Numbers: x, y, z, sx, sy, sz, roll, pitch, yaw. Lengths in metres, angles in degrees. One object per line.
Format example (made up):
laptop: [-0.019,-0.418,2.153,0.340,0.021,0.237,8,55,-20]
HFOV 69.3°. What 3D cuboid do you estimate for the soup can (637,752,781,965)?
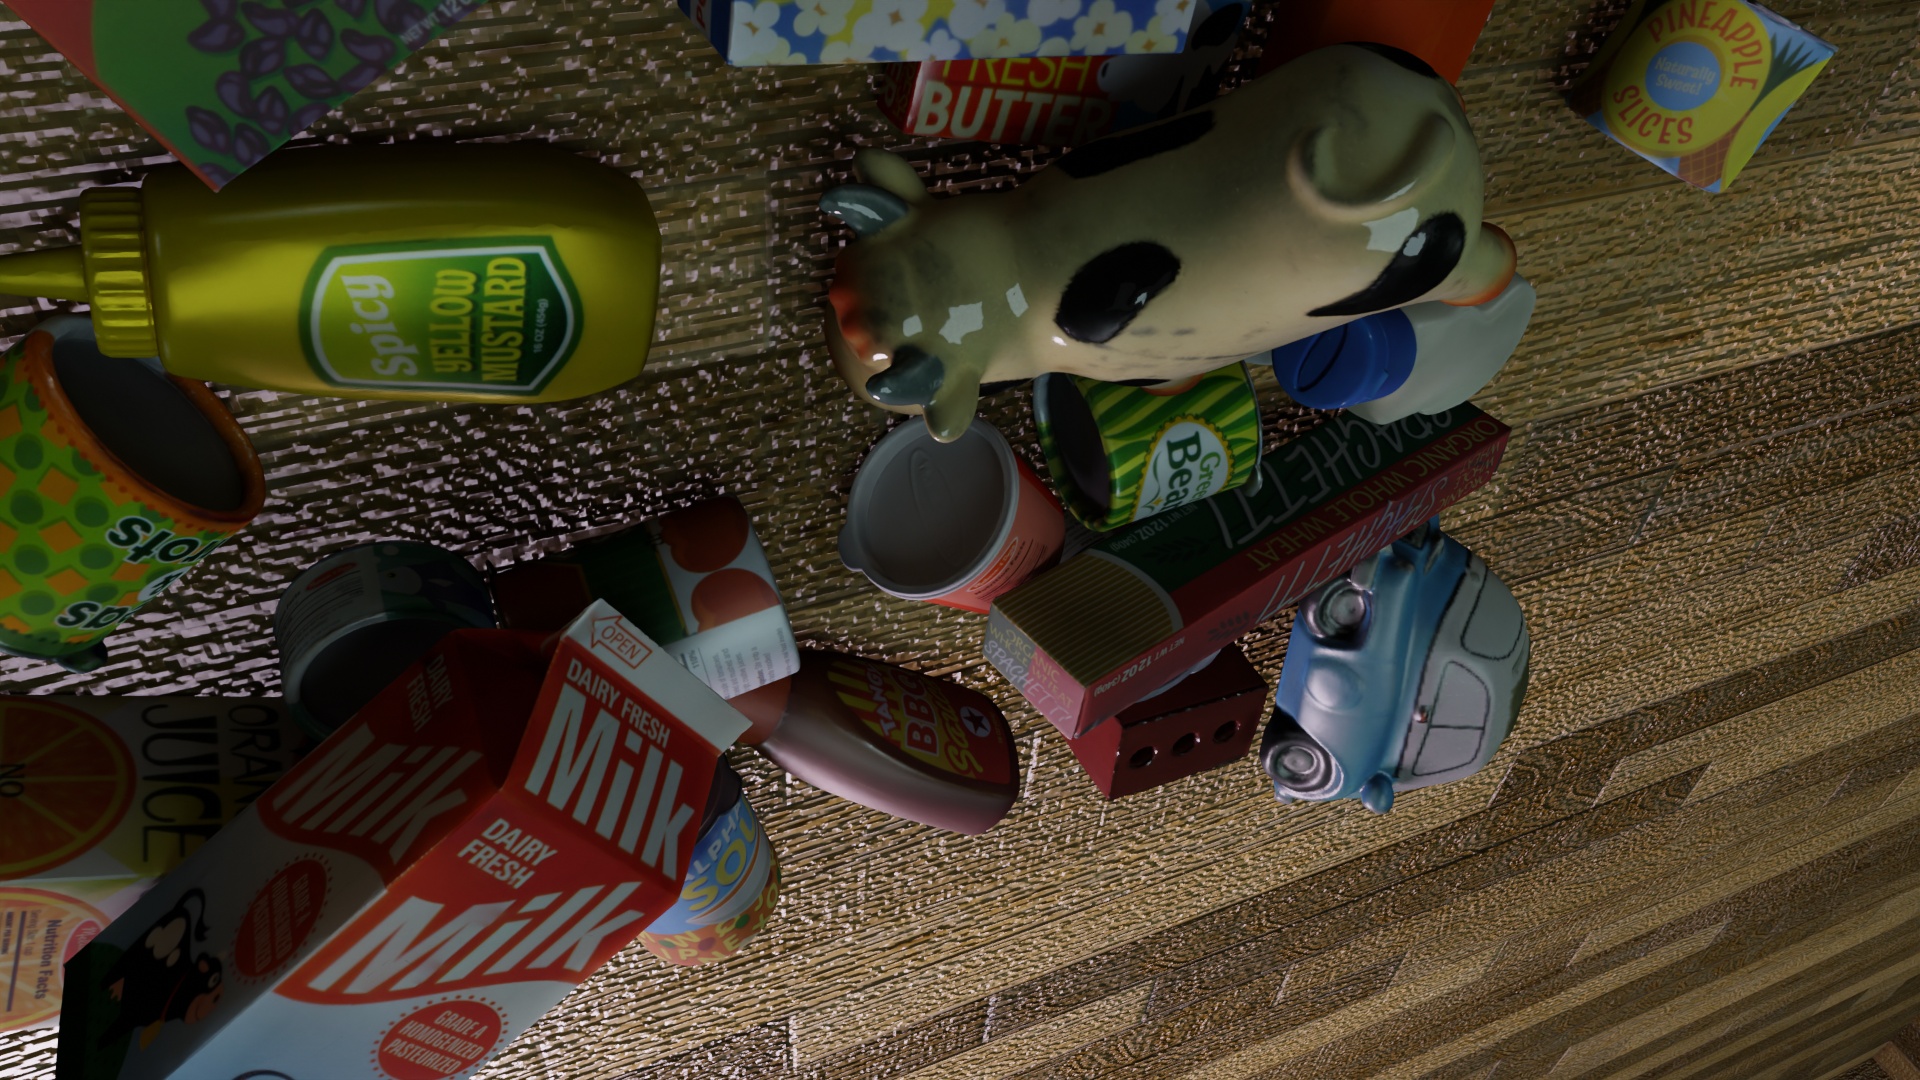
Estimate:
soup can: [-0.109,0.119,0.544,0.071,0.071,0.083,-24,140,-9]

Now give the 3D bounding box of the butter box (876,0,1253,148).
butter box: [0.030,-0.143,0.404,0.104,0.024,0.052,-5,132,-28]

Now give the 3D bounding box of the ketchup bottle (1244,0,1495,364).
ketchup bottle: [0.120,-0.128,0.459,0.065,0.044,0.148,-4,132,-24]

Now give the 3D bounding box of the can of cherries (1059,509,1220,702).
can of cherries: [0.067,0.024,0.567,0.072,0.058,0.071,-17,137,-17]

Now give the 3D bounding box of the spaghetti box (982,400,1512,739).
spaghetti box: [0.118,-0.004,0.529,0.251,0.050,0.028,-26,143,-31]

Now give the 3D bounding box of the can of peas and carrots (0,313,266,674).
can of peas and carrots: [-0.218,-0.012,0.345,0.058,0.071,0.070,-37,139,5]

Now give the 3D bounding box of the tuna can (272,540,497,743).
tuna can: [-0.180,0.036,0.445,0.071,0.033,0.070,-17,137,-16]

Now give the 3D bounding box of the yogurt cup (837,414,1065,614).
yogurt cup: [0.002,-0.006,0.493,0.072,0.072,0.054,-42,147,12]

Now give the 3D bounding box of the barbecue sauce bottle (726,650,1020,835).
barbecue sauce bottle: [-0.046,0.071,0.544,0.148,0.065,0.043,23,122,-34]

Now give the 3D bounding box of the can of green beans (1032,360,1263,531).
can of green beans: [0.065,-0.042,0.493,0.058,0.071,0.071,-18,138,-15]

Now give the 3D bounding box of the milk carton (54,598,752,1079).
milk carton: [-0.149,0.096,0.386,0.190,0.074,0.072,-40,132,1]

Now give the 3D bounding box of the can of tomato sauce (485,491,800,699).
can of tomato sauce: [-0.104,0.026,0.459,0.083,0.071,0.070,-21,138,-13]

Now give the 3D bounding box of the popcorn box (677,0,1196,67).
popcorn box: [0.002,-0.158,0.321,0.127,0.038,0.084,-11,136,-24]

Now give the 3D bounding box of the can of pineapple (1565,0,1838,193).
can of pineapple: [0.259,-0.164,0.490,0.071,0.071,0.057,5,128,-35]

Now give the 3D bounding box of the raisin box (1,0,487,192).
raisin box: [-0.162,-0.143,0.273,0.086,0.040,0.123,-33,139,3]

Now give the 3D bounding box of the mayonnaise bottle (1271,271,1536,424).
mayonnaise bottle: [0.161,-0.072,0.505,0.148,0.041,0.064,-15,140,-51]

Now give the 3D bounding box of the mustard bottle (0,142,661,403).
mustard bottle: [-0.158,-0.065,0.345,0.161,0.049,0.065,-6,132,-27]

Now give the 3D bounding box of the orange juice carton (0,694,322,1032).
orange juice carton: [-0.239,0.099,0.441,0.193,0.072,0.072,5,127,-35]
